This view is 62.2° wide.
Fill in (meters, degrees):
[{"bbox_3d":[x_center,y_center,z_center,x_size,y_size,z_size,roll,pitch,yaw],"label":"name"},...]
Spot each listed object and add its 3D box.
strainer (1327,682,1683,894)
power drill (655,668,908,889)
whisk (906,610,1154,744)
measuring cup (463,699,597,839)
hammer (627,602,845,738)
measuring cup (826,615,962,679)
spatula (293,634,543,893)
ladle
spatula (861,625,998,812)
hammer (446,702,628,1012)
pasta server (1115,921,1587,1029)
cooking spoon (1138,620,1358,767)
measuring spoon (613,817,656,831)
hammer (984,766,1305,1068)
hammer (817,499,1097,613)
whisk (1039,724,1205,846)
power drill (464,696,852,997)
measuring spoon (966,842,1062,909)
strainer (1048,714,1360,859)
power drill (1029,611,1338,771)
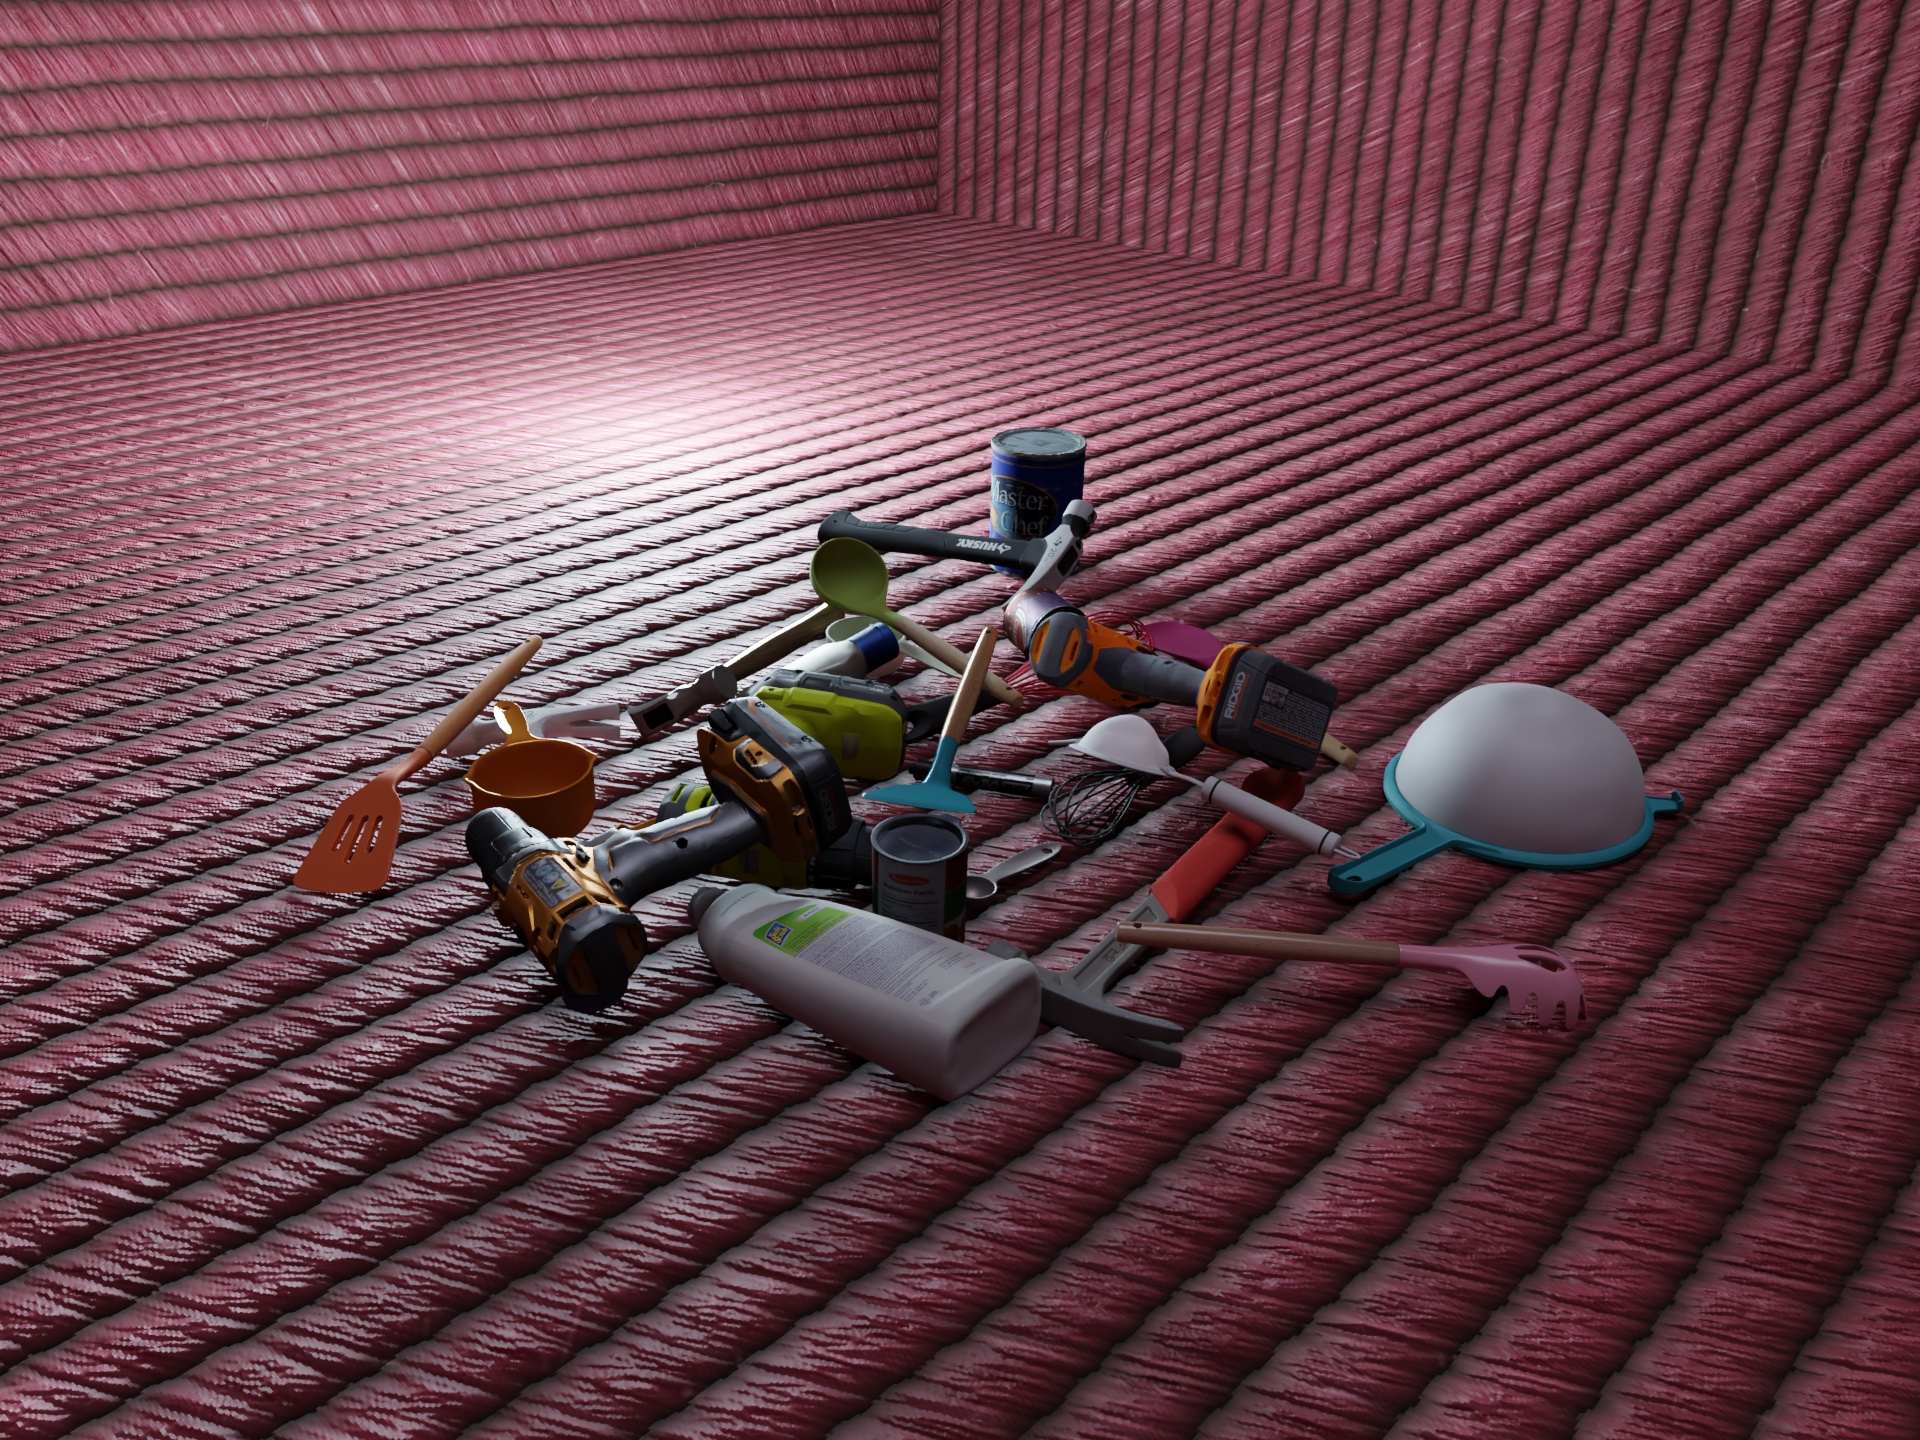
[{"bbox_3d":[0.404,0.044,1.240,0.340,0.095,0.211,-18,33,-36],"label":"strainer"},{"bbox_3d":[-0.111,0.051,1.228,0.190,0.080,0.229,8,30,6],"label":"power drill"},{"bbox_3d":[0.054,-0.034,1.424,0.296,0.073,0.073,-21,34,-28],"label":"whisk"},{"bbox_3d":[-0.326,0.039,1.190,0.095,0.052,0.174,-11,27,-21],"label":"measuring cup"},{"bbox_3d":[-0.189,-0.054,1.435,0.130,0.031,0.331,-23,8,26],"label":"hammer"},{"bbox_3d":[-0.054,-0.053,1.477,0.168,0.038,0.083,24,35,34],"label":"measuring cup"},{"bbox_3d":[-0.410,0.022,1.261,0.081,0.041,0.323,0,32,18],"label":"spatula"},{"bbox_3d":[-0.039,-0.089,1.436,0.078,0.062,0.320,-18,33,-28],"label":"ladle"},{"bbox_3d":[-0.002,-0.004,1.249,0.082,0.044,0.318,7,32,8],"label":"spatula"},{"bbox_3d":[-0.298,0.085,1.194,0.144,0.035,0.406,-9,29,-18],"label":"hammer"},{"bbox_3d":[0.258,0.158,1.044,0.316,0.040,0.060,5,27,-2],"label":"pasta server"},{"bbox_3d":[0.261,-0.030,1.465,0.068,0.017,0.319,-12,29,-23],"label":"cooking spoon"},{"bbox_3d":[-0.227,0.082,1.190,0.011,0.021,0.117,-13,-2,23],"label":"measuring spoon"},{"bbox_3d":[0.171,0.121,1.144,0.149,0.036,0.359,18,32,30],"label":"hammer"},{"bbox_3d":[-0.024,-0.183,1.692,0.335,0.035,0.146,12,62,37],"label":"hammer"},{"bbox_3d":[0.140,0.046,1.287,0.055,0.055,0.239,19,27,31],"label":"whisk"},{"bbox_3d":[-0.211,0.072,1.069,0.226,0.084,0.185,-32,41,-24],"label":"power drill"},{"bbox_3d":[0.037,0.116,1.179,0.034,0.018,0.124,21,26,34],"label":"measuring spoon"},{"bbox_3d":[0.183,0.047,1.197,0.259,0.050,0.086,26,12,26],"label":"strainer"},{"bbox_3d":[0.186,-0.025,1.294,0.227,0.084,0.164,18,1,44],"label":"power drill"}]
